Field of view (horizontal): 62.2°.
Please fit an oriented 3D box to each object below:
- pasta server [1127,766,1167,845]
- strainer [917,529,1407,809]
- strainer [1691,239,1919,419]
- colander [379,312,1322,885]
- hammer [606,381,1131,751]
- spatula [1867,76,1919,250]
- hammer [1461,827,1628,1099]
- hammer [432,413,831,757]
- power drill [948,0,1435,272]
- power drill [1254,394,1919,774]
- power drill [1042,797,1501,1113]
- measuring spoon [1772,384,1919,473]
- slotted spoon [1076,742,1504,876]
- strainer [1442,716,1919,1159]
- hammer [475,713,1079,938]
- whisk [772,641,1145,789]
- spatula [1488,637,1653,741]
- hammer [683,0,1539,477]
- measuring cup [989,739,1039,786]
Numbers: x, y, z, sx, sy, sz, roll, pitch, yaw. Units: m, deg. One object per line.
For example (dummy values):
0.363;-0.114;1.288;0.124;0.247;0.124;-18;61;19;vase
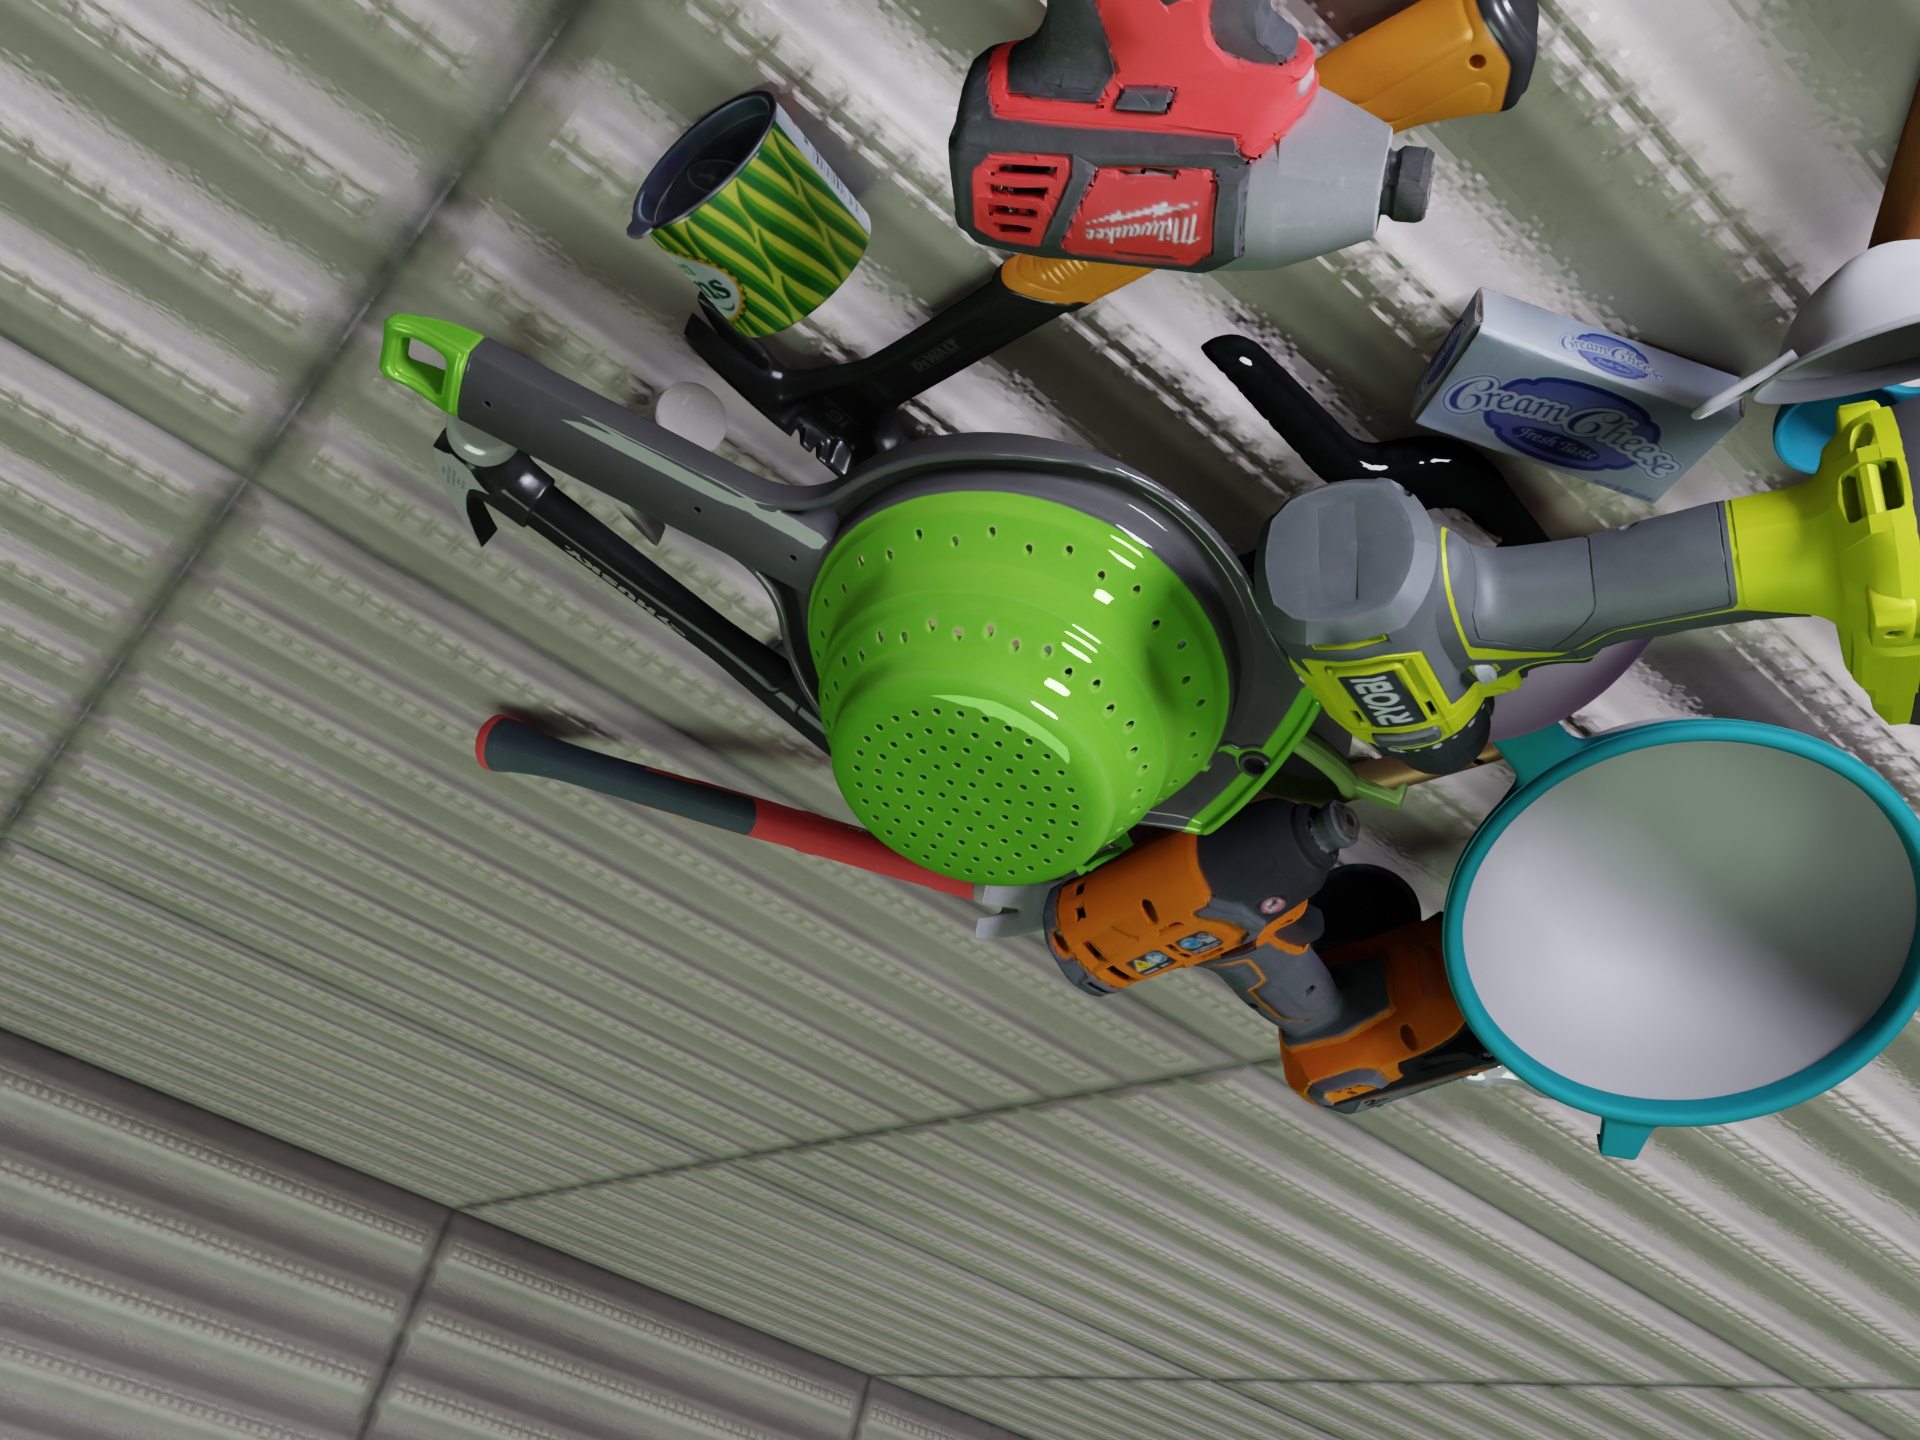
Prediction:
0.137;0.096;0.914;0.060;0.040;0.316;7;161;17;pasta server
0.083;-0.046;0.707;0.256;0.069;0.151;31;171;-28;strainer
0.356;-0.126;0.483;0.258;0.050;0.087;-3;175;7;strainer
-0.059;-0.039;0.617;0.397;0.095;0.204;26;136;-4;colander
-0.028;-0.057;0.770;0.331;0.031;0.130;29;163;-28;hammer
0.270;-0.222;0.389;0.081;0.041;0.322;-1;147;13;spatula
0.361;0.150;0.940;0.128;0.033;0.330;3;146;21;hammer
-0.106;-0.030;0.766;0.334;0.035;0.146;37;164;-11;hammer
0.063;-0.219;0.420;0.143;0.079;0.219;11;141;14;power drill
0.236;-0.033;0.561;0.228;0.080;0.190;-8;157;26;power drill
0.175;0.113;0.790;0.226;0.084;0.164;31;135;-32;power drill
0.347;-0.120;0.545;0.128;0.021;0.042;-16;135;27;measuring spoon
0.156;0.051;0.883;0.314;0.031;0.070;-19;134;41;slotted spoon
0.292;0.033;0.741;0.211;0.095;0.340;-37;101;23;strainer
-0.129;0.057;0.933;0.386;0.038;0.143;14;-177;19;hammer
-0.002;-0.002;0.776;0.239;0.055;0.055;19;153;31;whisk
0.306;-0.061;0.602;0.316;0.018;0.059;-28;105;36;spatula
0.042;-0.173;0.574;0.337;0.034;0.127;-19;136;43;hammer
0.043;0.032;0.834;0.095;0.052;0.173;1;171;-25;measuring cup
